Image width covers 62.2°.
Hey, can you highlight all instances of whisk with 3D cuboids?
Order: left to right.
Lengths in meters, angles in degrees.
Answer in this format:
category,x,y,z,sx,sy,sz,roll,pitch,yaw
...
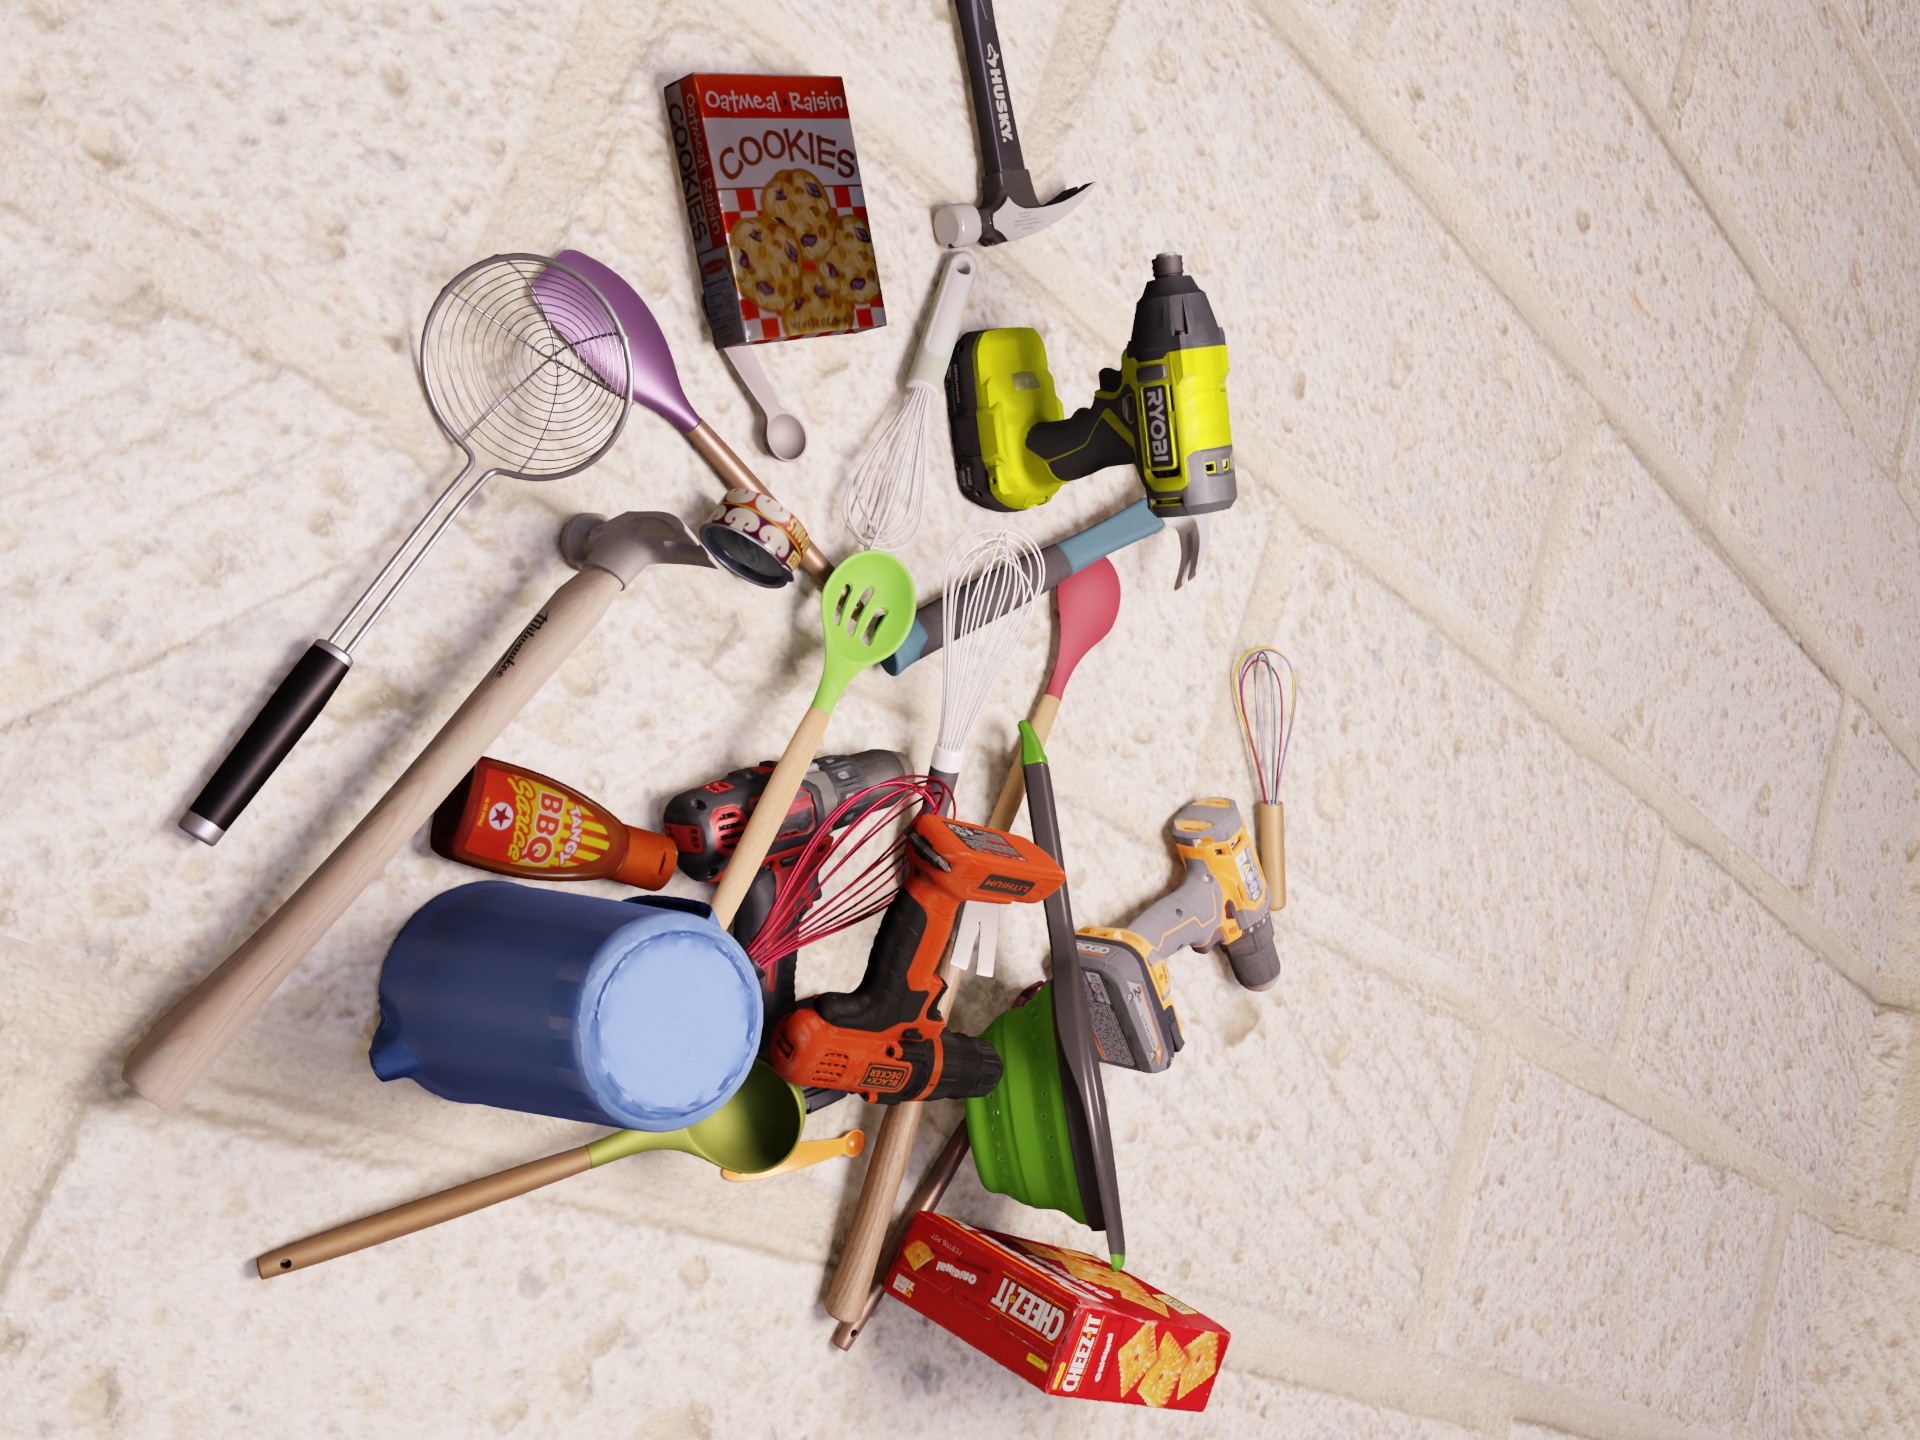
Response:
category,x,y,z,sx,sy,sz,roll,pitch,yaw
whisk,-0.115,0.136,0.986,0.296,0.073,0.073,-42,119,-18
whisk,-0.030,-0.230,1.137,0.057,0.059,0.246,20,74,-12
whisk,-0.003,-0.004,1.130,0.070,0.070,0.284,-1,113,-41
whisk,0.274,0.053,1.425,0.047,0.051,0.245,-9,104,-19

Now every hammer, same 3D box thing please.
category,x,y,z,sx,sy,sz,roll,pitch,yaw
hammer,-0.294,0.038,0.874,0.411,0.146,0.038,-53,125,-20
hammer,-0.035,0.266,1.134,0.031,0.130,0.331,17,89,-11
hammer,0.015,-0.522,1.163,0.146,0.035,0.334,-22,106,-37
hammer,0.066,-0.118,1.216,0.331,0.033,0.128,-29,84,-31

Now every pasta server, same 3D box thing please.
category,x,y,z,sx,sy,sz,roll,pitch,yaw
pasta server,-0.002,0.330,1.199,0.060,0.040,0.316,43,66,-21

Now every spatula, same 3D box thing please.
category,x,y,z,sx,sy,sz,roll,pitch,yaw
spatula,-0.158,-0.177,1.045,0.315,0.018,0.060,49,62,-31

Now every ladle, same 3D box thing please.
category,x,y,z,sx,sy,sz,roll,pitch,yaw
ladle,-0.243,0.269,0.938,0.320,0.062,0.078,-14,96,-26
ladle,0.061,0.005,1.242,0.069,0.031,0.315,31,74,-33

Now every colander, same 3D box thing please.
category,x,y,z,sx,sy,sz,roll,pitch,yaw
colander,0.043,0.198,1.160,0.204,0.094,0.397,60,21,-75

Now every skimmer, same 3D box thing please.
category,x,y,z,sx,sy,sz,roll,pitch,yaw
skimmer,-0.311,-0.094,0.870,0.127,0.090,0.363,32,72,-3

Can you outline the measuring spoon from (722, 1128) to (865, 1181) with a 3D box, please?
category,x,y,z,sx,sy,sz,roll,pitch,yaw
measuring spoon,-0.117,0.305,1.118,0.116,0.011,0.021,-2,95,-37

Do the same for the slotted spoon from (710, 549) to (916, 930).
category,x,y,z,sx,sy,sz,roll,pitch,yaw
slotted spoon,-0.104,0.015,1.034,0.070,0.031,0.314,37,56,-22

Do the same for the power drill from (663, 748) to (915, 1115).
category,x,y,z,sx,sy,sz,roll,pitch,yaw
power drill,-0.097,0.134,1.082,0.188,0.080,0.226,-16,100,-39

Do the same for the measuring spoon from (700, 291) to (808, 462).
category,x,y,z,sx,sy,sz,roll,pitch,yaw
measuring spoon,-0.142,-0.228,1.062,0.034,0.018,0.124,-43,112,-37

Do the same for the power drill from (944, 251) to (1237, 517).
category,x,y,z,sx,sy,sz,roll,pitch,yaw
power drill,0.093,-0.228,1.122,0.080,0.223,0.171,-16,103,-39

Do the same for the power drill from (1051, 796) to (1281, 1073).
category,x,y,z,sx,sy,sz,roll,pitch,yaw
power drill,0.188,0.198,1.332,0.226,0.084,0.185,-41,119,-37
